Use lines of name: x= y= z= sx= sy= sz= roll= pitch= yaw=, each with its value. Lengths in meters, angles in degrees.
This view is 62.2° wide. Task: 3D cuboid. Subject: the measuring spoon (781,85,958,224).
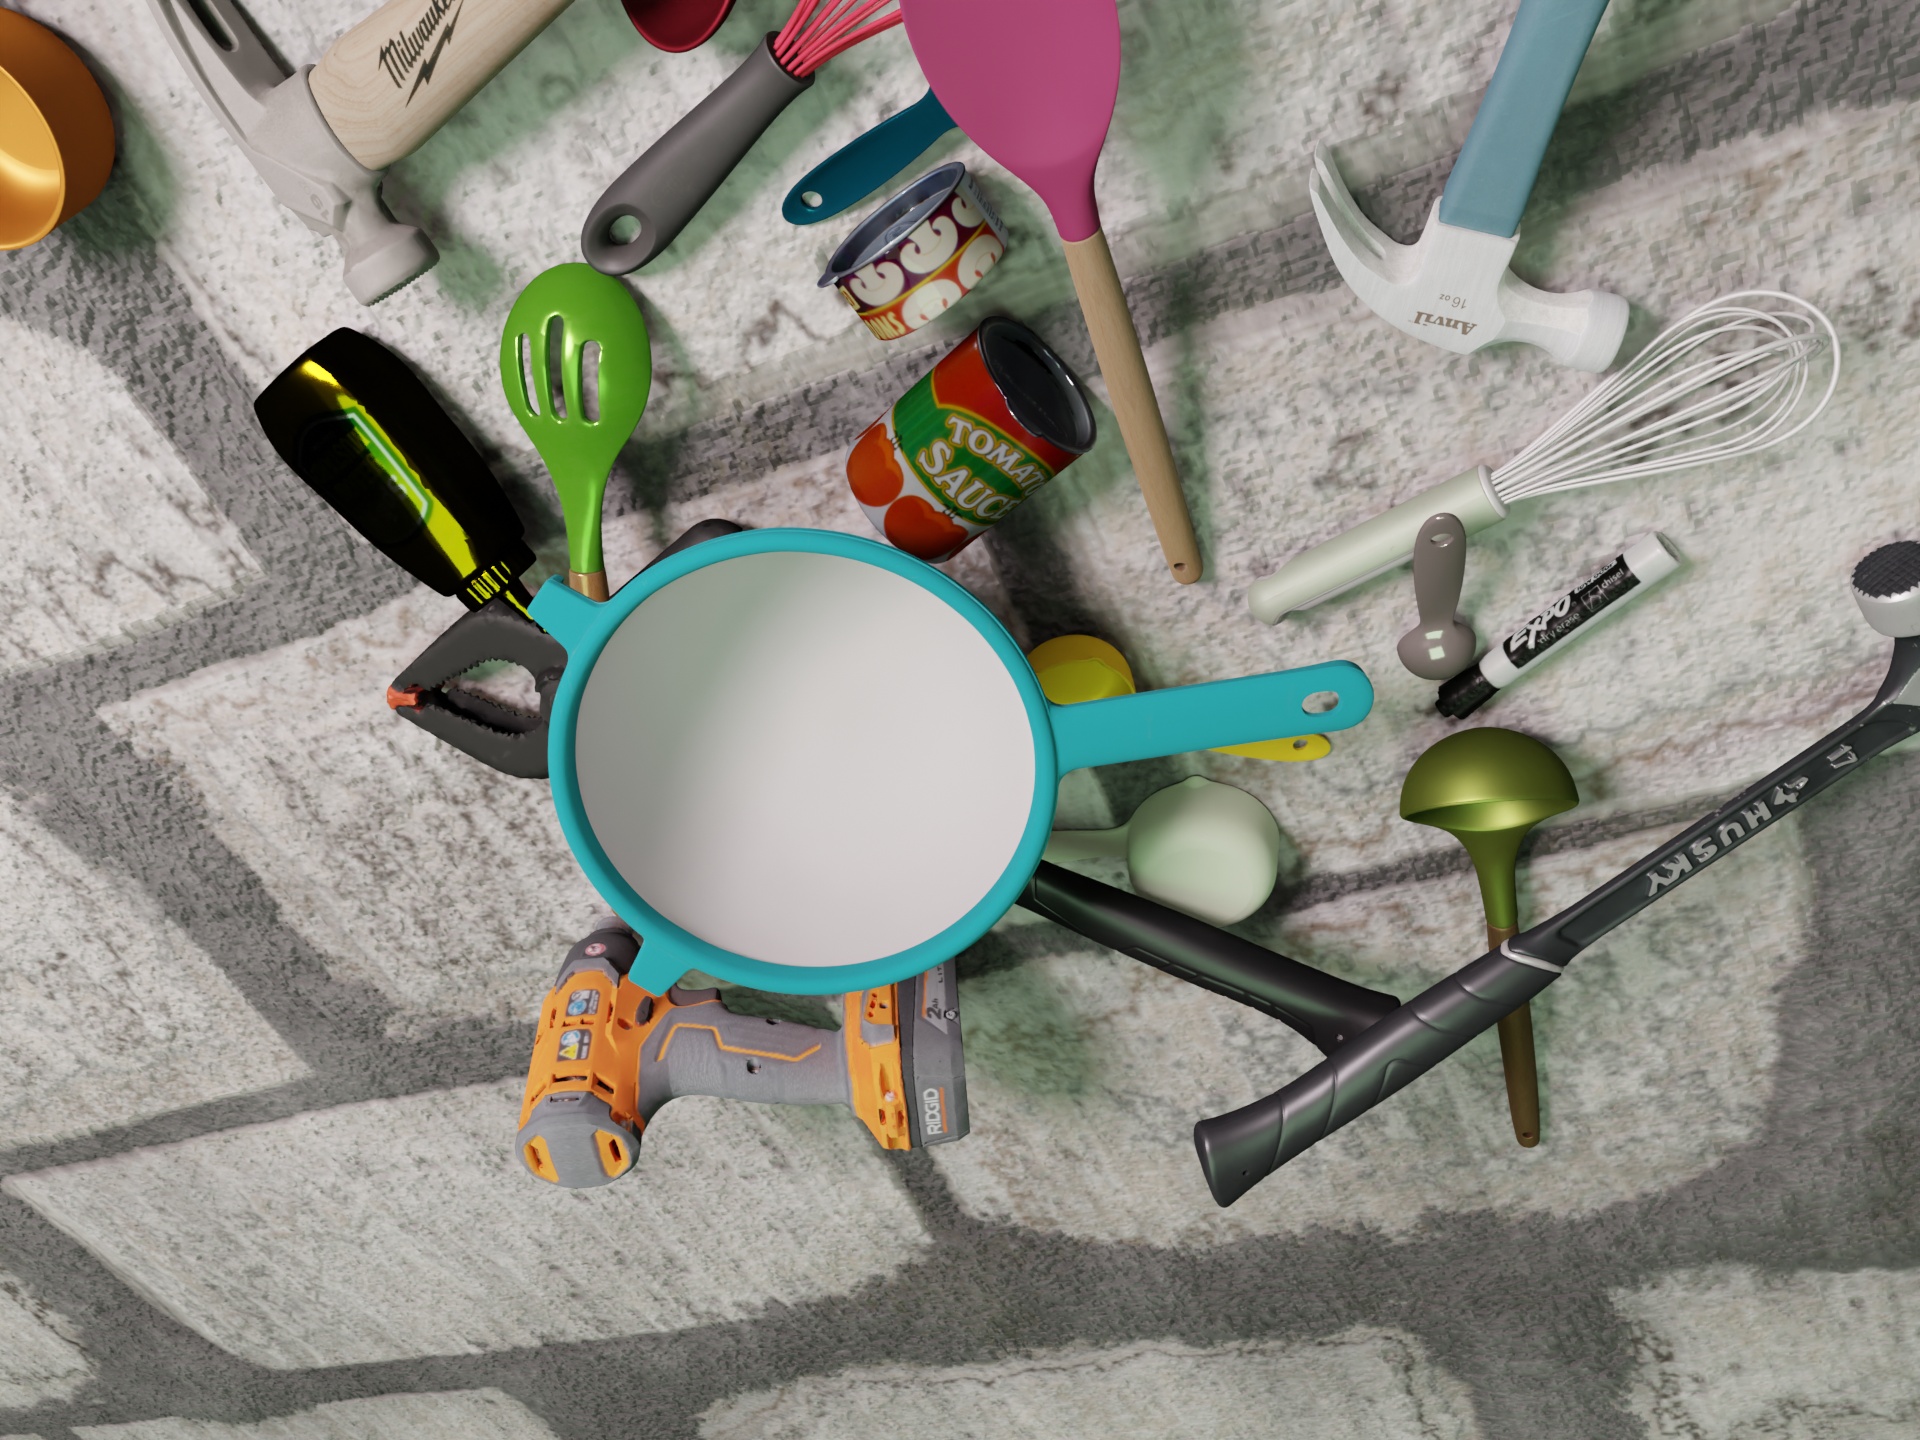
measuring spoon: x=-0.021 y=-0.227 z=0.603 sx=0.128 sy=0.021 sz=0.042 roll=-22 pitch=135 yaw=36

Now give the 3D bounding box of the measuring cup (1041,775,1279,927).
measuring cup: x=0.077 y=0.074 z=0.804 sx=0.167 sy=0.038 sz=0.083 roll=-4 pitch=127 yaw=11

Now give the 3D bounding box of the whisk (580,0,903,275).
whisk: x=-0.048 y=-0.247 z=0.565 sx=0.296 sy=0.073 sz=0.073 roll=-30 pitch=117 yaw=36

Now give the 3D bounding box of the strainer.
strainer: x=-0.001 y=-0.002 z=0.689 sx=0.340 sy=0.095 sz=0.210 roll=-8 pitch=112 yaw=4

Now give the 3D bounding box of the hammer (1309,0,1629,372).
hammer: x=0.198 y=-0.251 z=0.484 sx=0.128 sy=0.033 sz=0.330 roll=14 pitch=142 yaw=4

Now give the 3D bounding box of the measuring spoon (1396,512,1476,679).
measuring spoon: x=0.201 y=-0.047 z=0.666 sx=0.034 sy=0.018 sz=0.124 roll=-8 pitch=152 yaw=12

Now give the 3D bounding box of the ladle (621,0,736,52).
ladle: x=-0.107 y=-0.375 z=0.490 sx=0.069 sy=0.031 sz=0.315 roll=19 pitch=132 yaw=31

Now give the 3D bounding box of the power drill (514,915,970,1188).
power drill: x=-0.113 y=0.160 z=0.851 sx=0.226 sy=0.164 sz=0.084 roll=-5 pitch=128 yaw=-1

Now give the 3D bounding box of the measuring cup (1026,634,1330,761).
measuring cup: x=0.101 y=-0.006 z=0.753 sx=0.156 sy=0.029 sz=0.062 roll=10 pitch=130 yaw=-12

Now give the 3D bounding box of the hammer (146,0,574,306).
hammer: x=-0.115 y=-0.281 z=0.514 sx=0.410 sy=0.038 sz=0.146 roll=-18 pitch=115 yaw=34

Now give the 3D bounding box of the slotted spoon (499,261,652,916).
slotted spoon: x=-0.164 y=-0.044 z=0.720 sx=0.070 sy=0.031 sz=0.313 roll=7 pitch=117 yaw=13

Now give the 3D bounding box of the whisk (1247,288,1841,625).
whisk: x=0.223 y=-0.095 z=0.640 sx=0.246 sy=0.058 sz=0.059 roll=-27 pitch=85 yaw=33

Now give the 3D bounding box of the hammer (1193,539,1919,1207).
hammer: x=0.274 y=0.096 z=0.710 sx=0.409 sy=0.036 sz=0.149 roll=-37 pitch=119 yaw=11

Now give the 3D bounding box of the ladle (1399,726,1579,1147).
ladle: x=0.275 y=0.127 z=0.799 sx=0.078 sy=0.062 sz=0.319 roll=-6 pitch=129 yaw=19

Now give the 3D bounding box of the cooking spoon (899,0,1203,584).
cooking spoon: x=0.051 y=-0.161 z=0.591 sx=0.069 sy=0.017 sz=0.318 roll=-6 pitch=140 yaw=19

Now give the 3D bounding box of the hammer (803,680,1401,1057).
hammer: x=0.052 y=0.082 z=0.780 sx=0.335 sy=0.035 sz=0.146 roll=22 pitch=128 yaw=8

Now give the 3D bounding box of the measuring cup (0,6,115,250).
measuring cup: x=-0.428 y=-0.251 z=0.637 sx=0.173 sy=0.052 sz=0.095 roll=16 pitch=129 yaw=1
